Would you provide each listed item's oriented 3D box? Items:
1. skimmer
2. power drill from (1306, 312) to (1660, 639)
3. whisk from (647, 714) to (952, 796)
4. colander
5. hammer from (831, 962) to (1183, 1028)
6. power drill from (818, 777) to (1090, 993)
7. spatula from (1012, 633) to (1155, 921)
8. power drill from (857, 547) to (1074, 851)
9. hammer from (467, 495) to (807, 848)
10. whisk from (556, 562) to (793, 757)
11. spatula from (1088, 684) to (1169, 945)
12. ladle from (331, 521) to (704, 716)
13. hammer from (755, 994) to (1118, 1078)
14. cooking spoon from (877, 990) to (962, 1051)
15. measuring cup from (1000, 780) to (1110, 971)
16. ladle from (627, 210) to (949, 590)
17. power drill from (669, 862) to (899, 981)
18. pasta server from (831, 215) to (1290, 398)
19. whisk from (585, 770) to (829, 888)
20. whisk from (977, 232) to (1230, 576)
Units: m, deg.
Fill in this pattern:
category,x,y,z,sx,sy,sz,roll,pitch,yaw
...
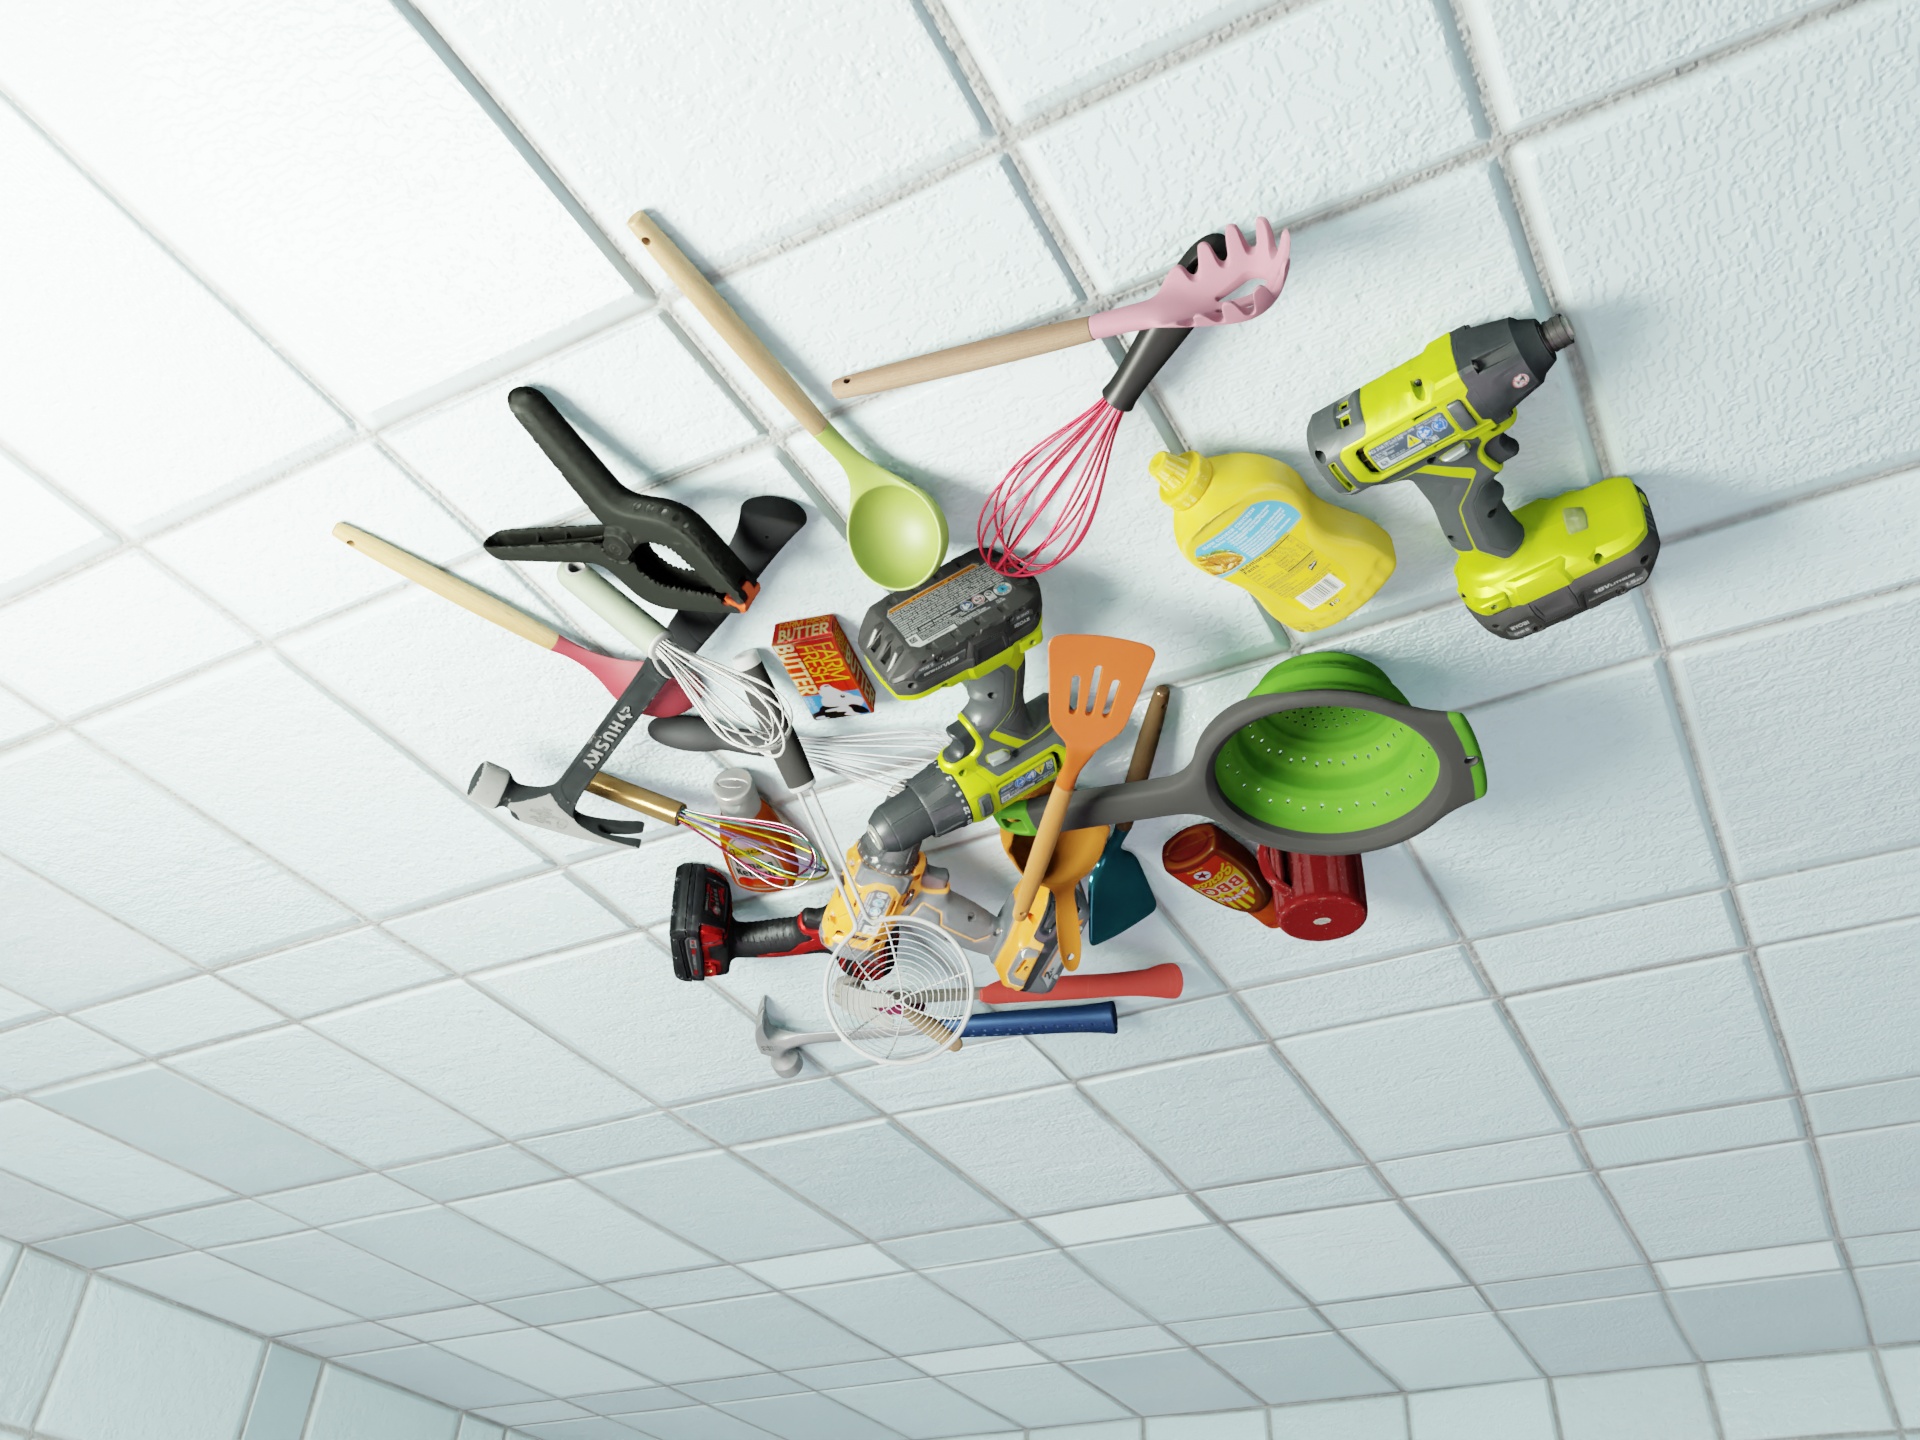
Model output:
category,x,y,z,sx,sy,sz,roll,pitch,yaw
skimmer,-0.098,0.112,1.302,0.127,0.090,0.363,-26,109,-12
power drill,0.361,-0.162,1.053,0.171,0.080,0.223,-27,130,33
whisk,-0.124,0.027,1.344,0.284,0.070,0.070,8,142,2
colander,0.215,0.026,1.290,0.397,0.095,0.204,-10,137,23
hammer,0.063,0.266,1.562,0.359,0.037,0.149,1,178,-23
power drill,0.002,0.152,1.458,0.226,0.084,0.185,15,117,-16
spatula,0.078,0.058,1.268,0.081,0.041,0.322,6,138,-8
power drill,-0.002,-0.004,1.224,0.190,0.080,0.228,-30,140,-13
hammer,-0.238,-0.031,1.250,0.149,0.036,0.409,27,128,-24
whisk,-0.212,-0.050,1.154,0.246,0.058,0.059,37,144,25
spatula,0.157,0.083,1.403,0.082,0.044,0.317,-25,147,-25
ladle,-0.342,-0.075,1.251,0.315,0.031,0.069,29,132,-27
hammer,-0.032,0.338,1.749,0.405,0.035,0.143,-6,141,12
cooking spoon,-0.043,0.293,1.572,0.068,0.017,0.319,3,178,-14
measuring cup,0.083,0.136,1.410,0.095,0.052,0.173,-12,110,-12
ladle,-0.111,-0.203,1.048,0.078,0.062,0.319,-16,136,31
power drill,-0.168,0.197,1.549,0.219,0.079,0.143,2,143,-4
pasta server,0.053,-0.241,0.980,0.316,0.060,0.040,-7,151,27
whisk,-0.226,0.090,1.383,0.245,0.047,0.051,20,144,14
whisk,0.093,-0.196,1.044,0.073,0.073,0.295,19,133,-19
